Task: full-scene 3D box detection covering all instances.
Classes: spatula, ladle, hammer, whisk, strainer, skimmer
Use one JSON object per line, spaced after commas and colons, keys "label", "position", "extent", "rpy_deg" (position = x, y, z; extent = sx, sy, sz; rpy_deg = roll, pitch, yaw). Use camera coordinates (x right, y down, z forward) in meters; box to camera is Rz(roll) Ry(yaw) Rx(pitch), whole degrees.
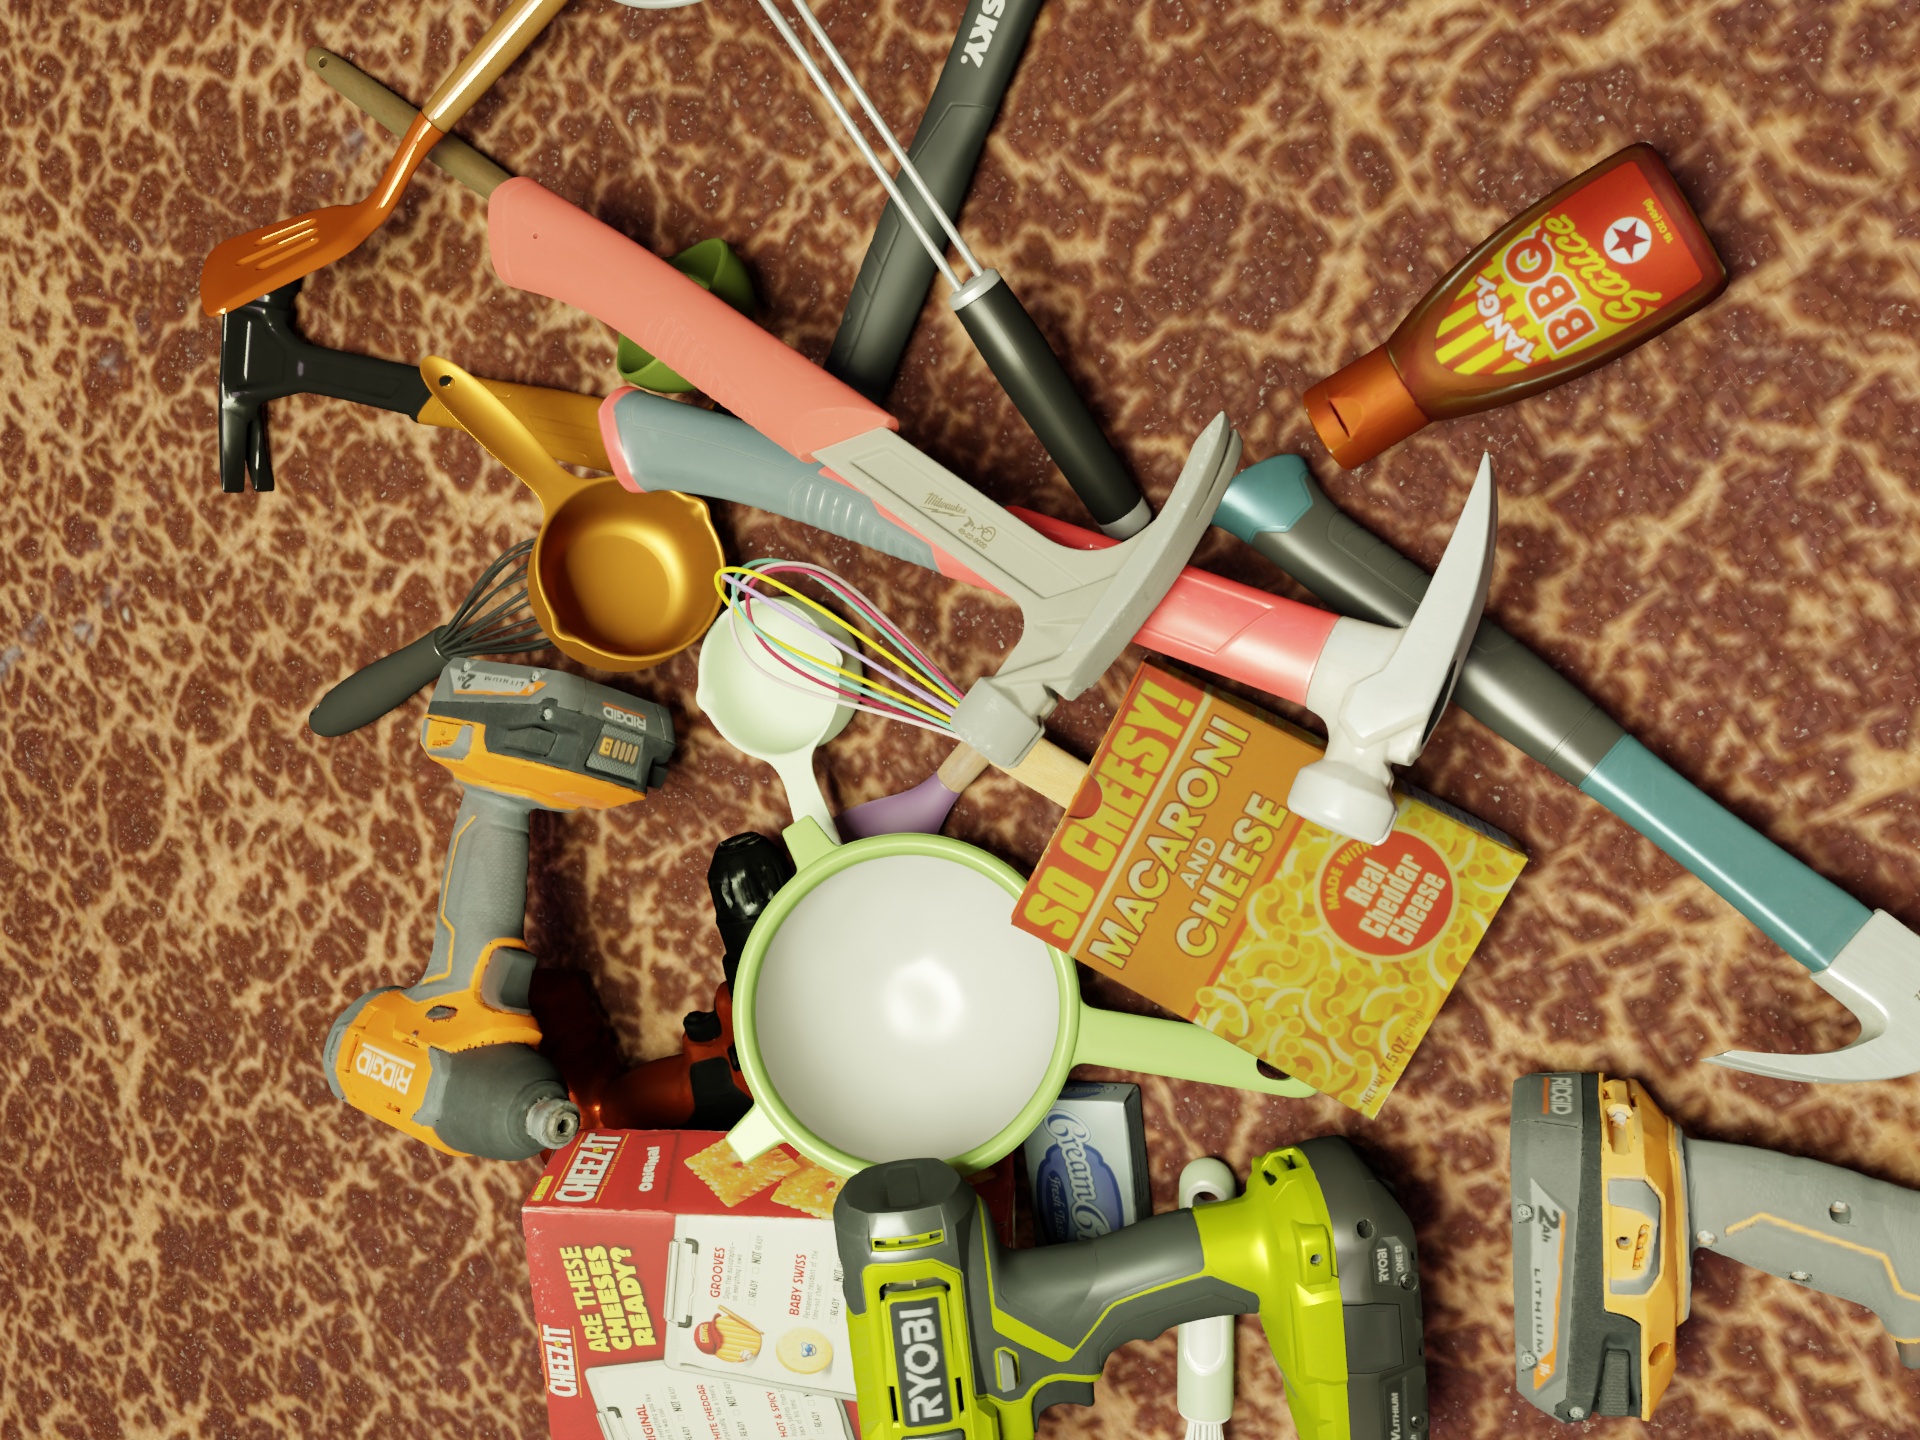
{"label": "spatula", "position": [0.009, 0.009, 0.726], "extent": [0.060, 0.018, 0.316], "rpy_deg": [47, 115, 10]}
{"label": "spatula", "position": [-0.240, -0.306, 0.749], "extent": [0.322, 0.041, 0.081], "rpy_deg": [-42, 42, 12]}
{"label": "ladle", "position": [-0.222, -0.258, 0.773], "extent": [0.320, 0.062, 0.078], "rpy_deg": [38, 93, 19]}
{"label": "hammer", "position": [0.000, -0.248, 0.680], "extent": [0.146, 0.035, 0.334], "rpy_deg": [31, 110, 19]}
{"label": "whisk", "position": [0.109, 0.317, 0.713], "extent": [0.058, 0.059, 0.246], "rpy_deg": [1, 94, 13]}
{"label": "hammer", "position": [-0.249, -0.153, 0.813], "extent": [0.337, 0.034, 0.127], "rpy_deg": [14, 103, 23]}
{"label": "hammer", "position": [-0.066, -0.139, 0.644], "extent": [0.359, 0.036, 0.149], "rpy_deg": [38, 95, 24]}
{"label": "strainer", "position": [0.030, 0.137, 0.710], "extent": [0.256, 0.069, 0.151], "rpy_deg": [9, 79, 3]}
{"label": "hammer", "position": [0.013, -0.087, 0.641], "extent": [0.386, 0.038, 0.143], "rpy_deg": [22, 90, 25]}
{"label": "hammer", "position": [0.231, 0.005, 0.597], "extent": [0.331, 0.033, 0.128], "rpy_deg": [42, 85, 19]}
{"label": "whisk", "position": [-0.001, -0.002, 0.696], "extent": [0.245, 0.051, 0.047], "rpy_deg": [31, 126, 1]}
{"label": "whisk", "position": [-0.269, -0.037, 0.835], "extent": [0.239, 0.055, 0.055], "rpy_deg": [-24, 88, 31]}
{"label": "skimmer", "position": [-0.028, -0.232, 0.647], "extent": [0.127, 0.090, 0.363], "rpy_deg": [-33, 110, 11]}

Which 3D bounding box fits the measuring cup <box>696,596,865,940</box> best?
{"label": "measuring cup", "position": [-0.069, 0.021, 0.755], "extent": [0.083, 0.038, 0.167], "rpy_deg": [-16, 94, 26]}

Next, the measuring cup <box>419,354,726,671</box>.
{"label": "measuring cup", "position": [-0.188, -0.096, 0.741], "extent": [0.173, 0.095, 0.052], "rpy_deg": [46, 158, -8]}

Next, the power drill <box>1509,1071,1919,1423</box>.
{"label": "power drill", "position": [0.322, 0.220, 0.581], "extent": [0.226, 0.084, 0.185], "rpy_deg": [-1, 99, 21]}

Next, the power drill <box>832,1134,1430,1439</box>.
{"label": "power drill", "position": [0.068, 0.258, 0.649], "extent": [0.223, 0.080, 0.171], "rpy_deg": [-7, 99, -3]}

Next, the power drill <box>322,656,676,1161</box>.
{"label": "power drill", "position": [-0.212, 0.091, 0.755], "extent": [0.164, 0.084, 0.226], "rpy_deg": [7, 80, 41]}
